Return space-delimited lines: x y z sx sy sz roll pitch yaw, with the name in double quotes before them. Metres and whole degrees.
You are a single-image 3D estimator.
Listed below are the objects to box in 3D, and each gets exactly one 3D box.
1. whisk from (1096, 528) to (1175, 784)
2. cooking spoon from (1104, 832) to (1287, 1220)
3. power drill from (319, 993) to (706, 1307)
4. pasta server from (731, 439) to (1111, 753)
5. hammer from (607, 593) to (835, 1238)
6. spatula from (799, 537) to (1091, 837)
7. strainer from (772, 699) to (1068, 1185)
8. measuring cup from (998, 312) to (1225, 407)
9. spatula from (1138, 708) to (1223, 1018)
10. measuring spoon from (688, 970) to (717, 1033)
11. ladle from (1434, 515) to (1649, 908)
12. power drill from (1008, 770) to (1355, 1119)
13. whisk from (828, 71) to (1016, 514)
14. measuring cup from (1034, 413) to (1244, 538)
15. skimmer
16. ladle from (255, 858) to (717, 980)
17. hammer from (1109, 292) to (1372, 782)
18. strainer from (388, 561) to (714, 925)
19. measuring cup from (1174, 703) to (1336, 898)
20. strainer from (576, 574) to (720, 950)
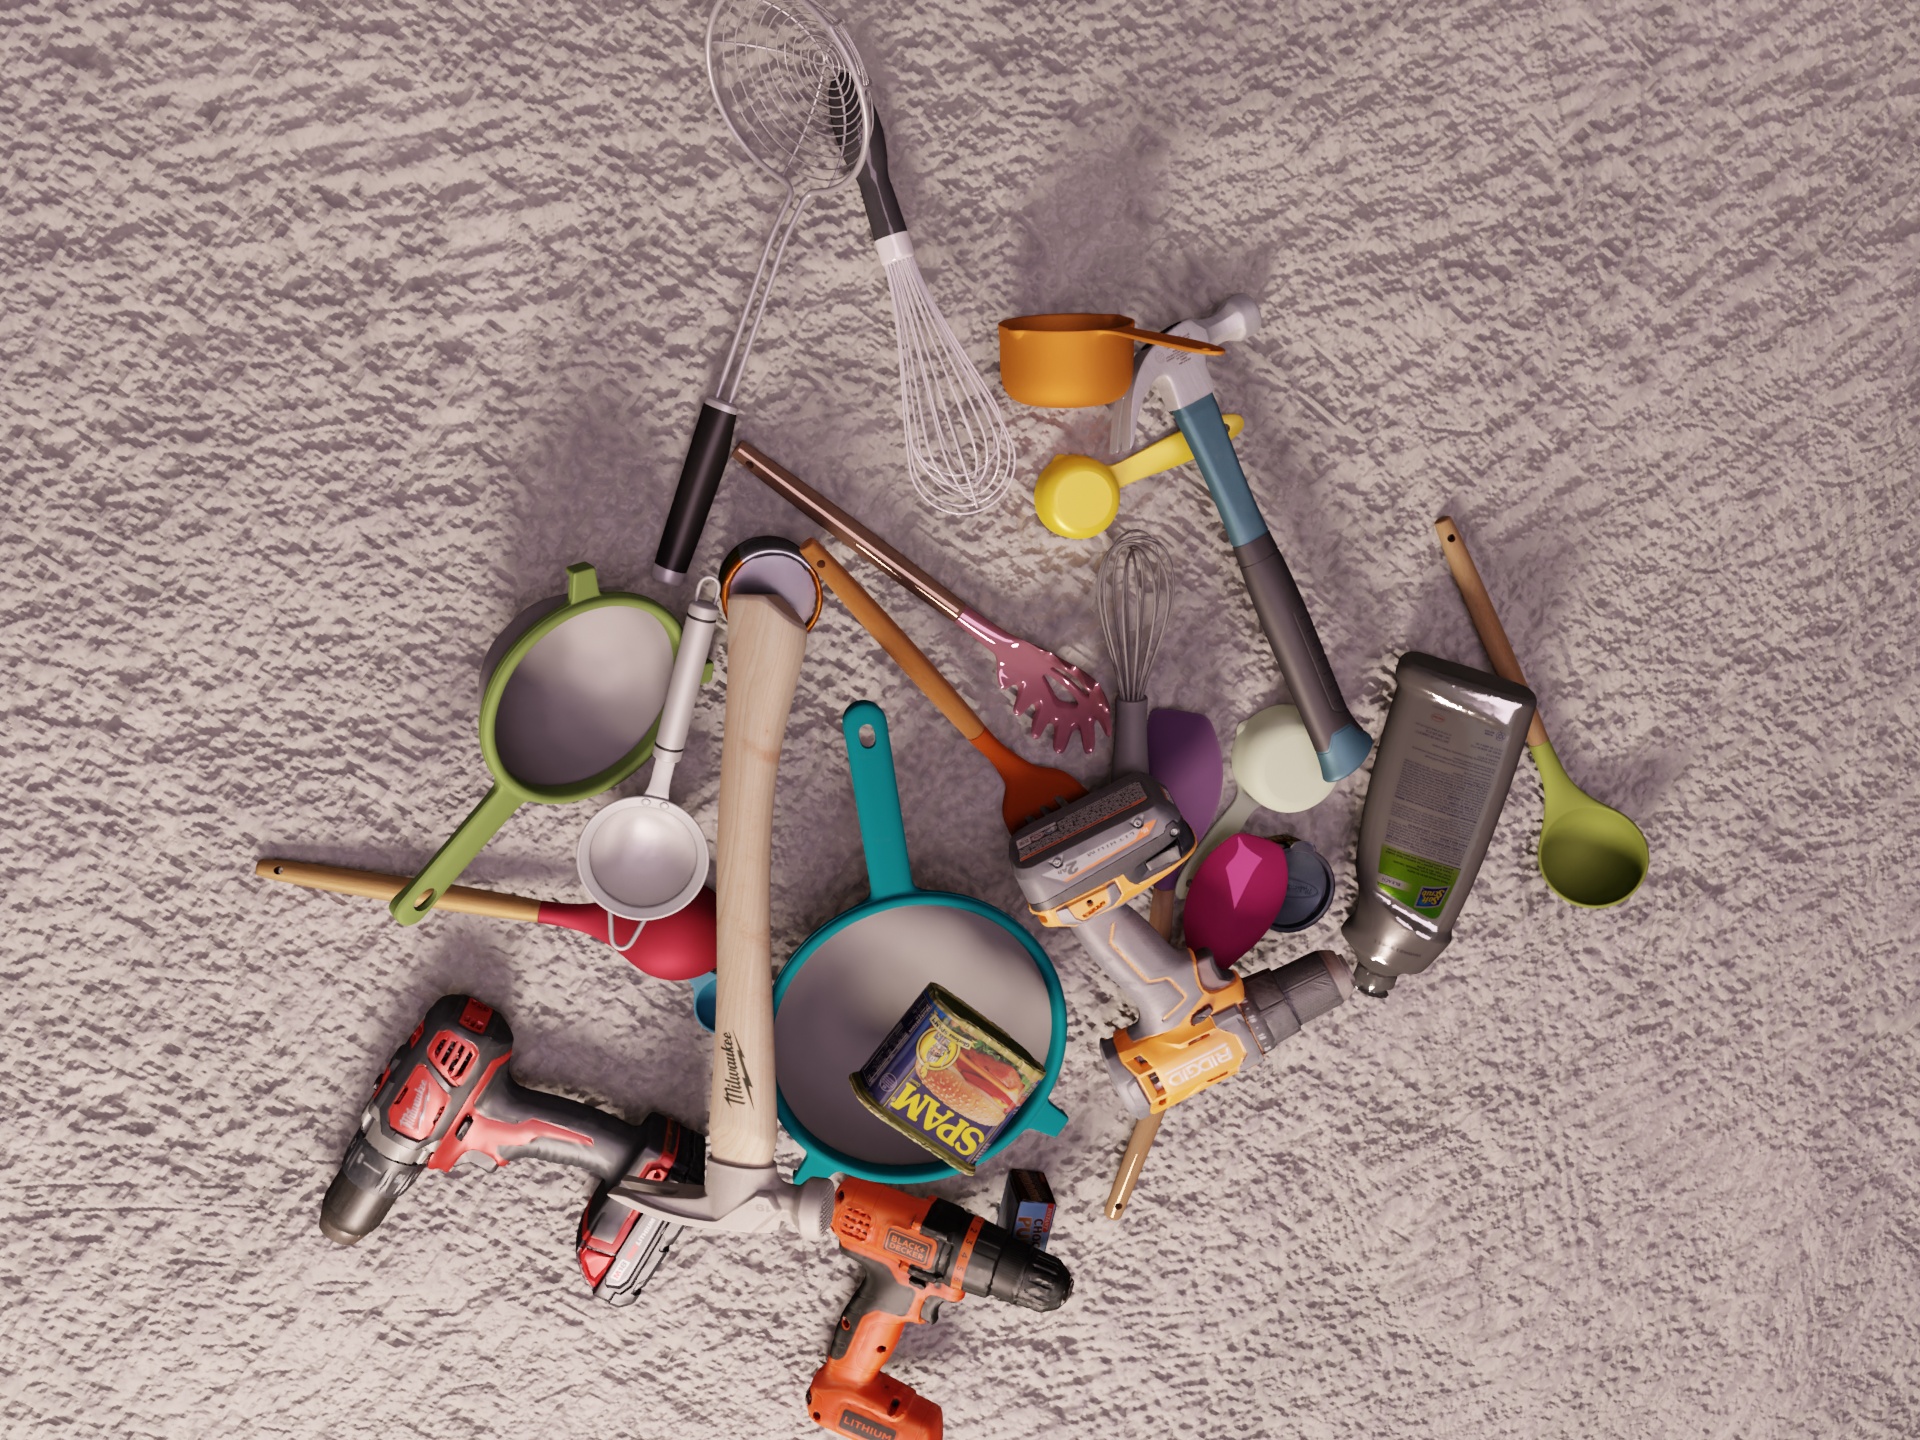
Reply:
"whisk" 0.121 -0.015 1.111 0.055 0.055 0.238 -4 109 -10
"cooking spoon" 0.164 0.230 1.168 0.068 0.017 0.319 17 104 -6
"power drill" -0.309 0.314 1.095 0.226 0.080 0.188 32 96 -13
"pasta server" -0.023 -0.084 1.069 0.316 0.040 0.060 36 127 -15
"hammer" -0.147 0.124 1.016 0.146 0.038 0.410 4 96 10
"spatula" -0.002 -0.003 1.070 0.081 0.041 0.322 -35 121 13
"strainer" -0.047 0.144 1.091 0.211 0.095 0.340 -11 104 -9
"measuring cup" 0.096 -0.219 0.994 0.095 0.174 0.052 -19 119 -37
"spatula" 0.149 0.146 1.163 0.060 0.018 0.316 9 105 17
"measuring spoon" -0.194 0.165 1.112 0.042 0.021 0.128 -40 98 -8
"ladle" 0.416 -0.004 1.162 0.078 0.062 0.320 -26 104 9
"power drill" 0.155 0.149 1.098 0.185 0.084 0.226 -27 108 5
"whisk" -0.033 -0.269 1.014 0.070 0.070 0.284 -19 101 -5
"measuring cup" 0.125 -0.171 1.078 0.156 0.029 0.062 -25 107 -2
"skimmer" -0.147 -0.256 0.976 0.127 0.090 0.363 27 105 26
"ladle" -0.308 0.123 1.067 0.315 0.031 0.069 10 81 -8
"hammer" 0.204 -0.112 1.081 0.128 0.033 0.331 -28 102 -14
"strainer" -0.285 0.014 1.012 0.256 0.069 0.151 -50 145 -3
"measuring cup" 0.211 0.066 1.148 0.083 0.038 0.167 34 95 -16
"strainer" -0.191 0.027 1.037 0.087 0.050 0.258 14 107 -10
